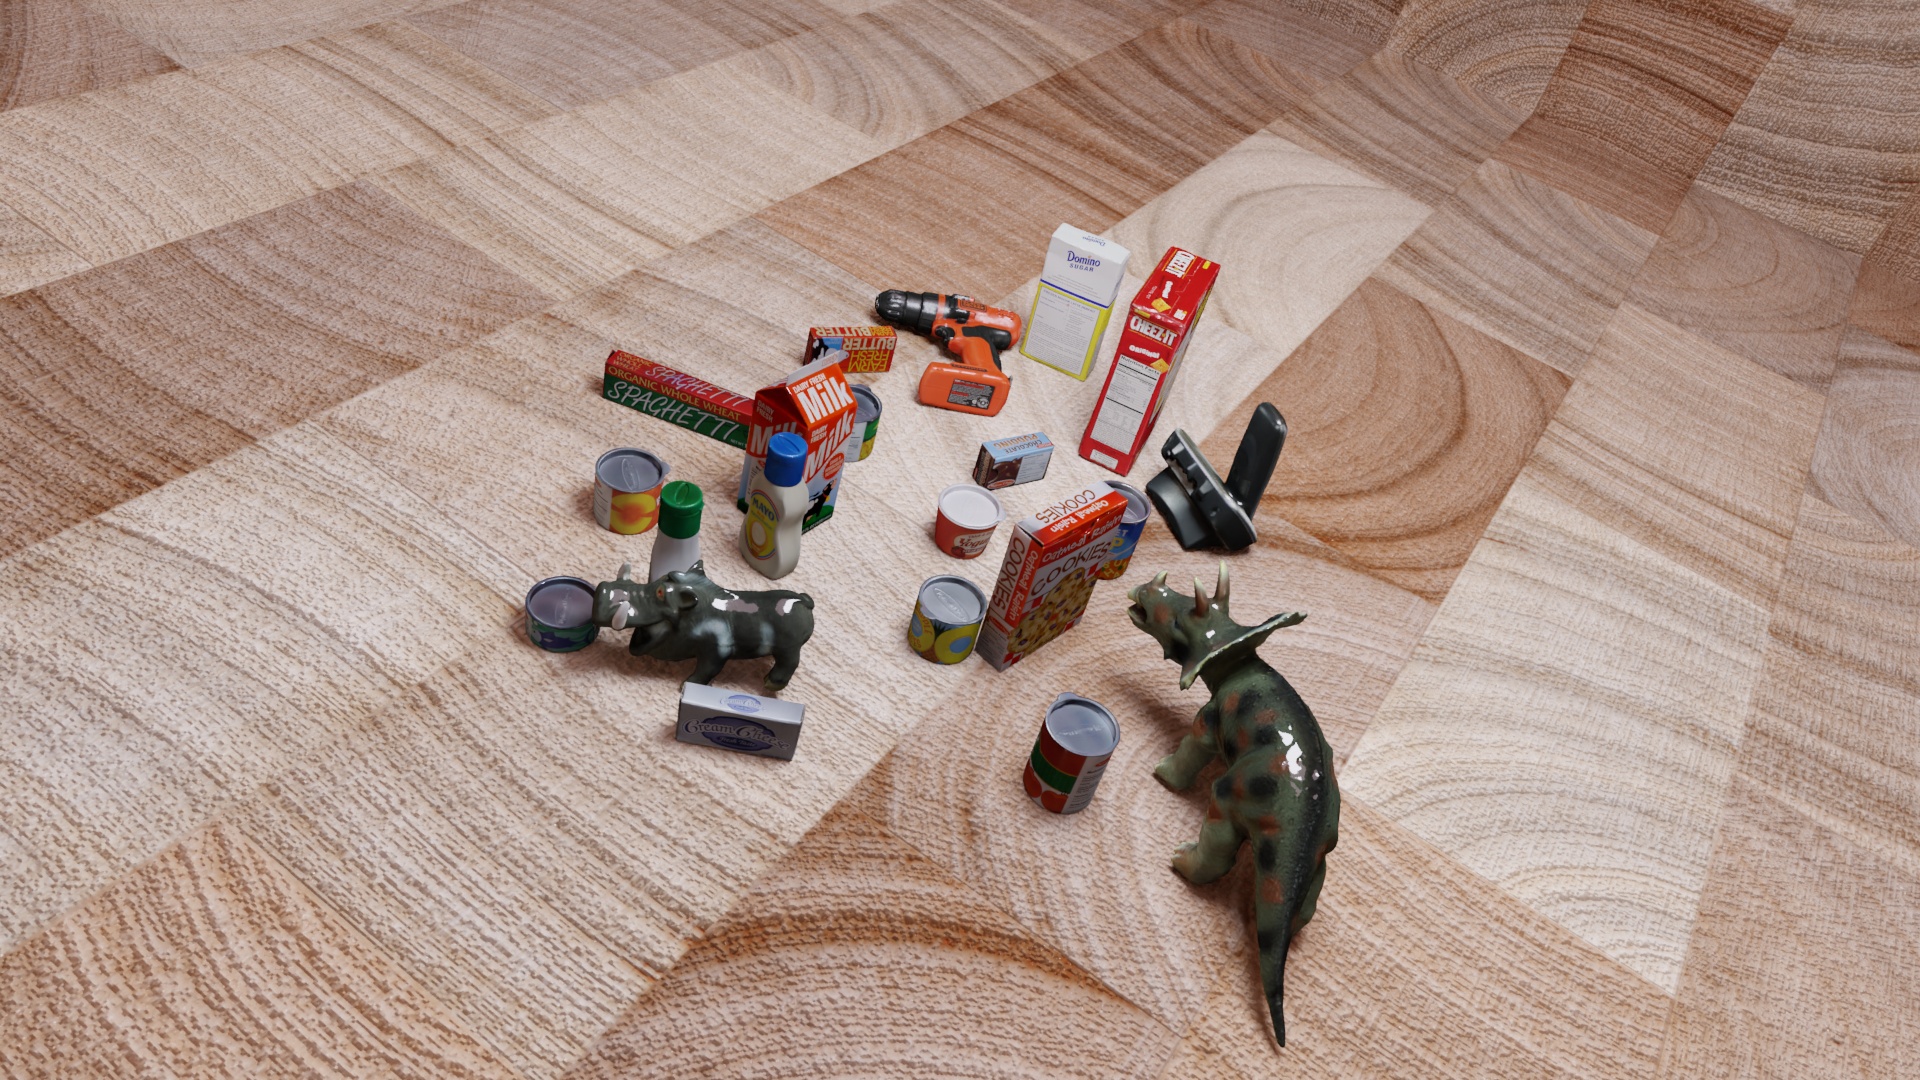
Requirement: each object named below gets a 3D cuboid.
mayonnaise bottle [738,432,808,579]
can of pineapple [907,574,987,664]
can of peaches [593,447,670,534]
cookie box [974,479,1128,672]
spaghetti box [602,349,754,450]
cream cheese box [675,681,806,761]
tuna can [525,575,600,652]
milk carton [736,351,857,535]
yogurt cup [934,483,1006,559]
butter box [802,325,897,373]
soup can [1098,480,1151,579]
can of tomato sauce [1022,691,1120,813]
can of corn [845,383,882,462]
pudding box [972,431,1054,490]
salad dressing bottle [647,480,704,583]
[{"bbox_3d":[-0.174,-0.035,1.315,0.065,0.147,0.041,39,45,24],"label":"mayonnaise bottle"},{"bbox_3d":[-0.015,0.075,1.314,0.071,0.057,0.071,10,41,-8],"label":"can of pineapple"},{"bbox_3d":[-0.320,-0.048,1.350,0.071,0.057,0.071,10,41,-8],"label":"can of peaches"},{"bbox_3d":[0.085,0.034,1.311,0.040,0.166,0.123,40,45,25],"label":"cookie box"},{"bbox_3d":[-0.262,-0.137,1.476,0.250,0.049,0.029,20,40,4],"label":"spaghetti box"},{"bbox_3d":[-0.186,0.154,1.171,0.104,0.053,0.024,12,41,-6],"label":"cream cheese box"},{"bbox_3d":[-0.349,0.066,1.231,0.071,0.032,0.071,10,41,-8],"label":"tuna can"},{"bbox_3d":[-0.158,-0.098,1.359,0.073,0.189,0.073,35,44,21],"label":"milk carton"},{"bbox_3d":[0.005,-0.018,1.429,0.072,0.053,0.073,10,41,-8],"label":"yogurt cup"},{"bbox_3d":[-0.128,-0.221,1.615,0.104,0.052,0.024,-5,45,-23],"label":"butter box"},{"bbox_3d":[0.153,-0.009,1.447,0.071,0.083,0.072,10,41,-8],"label":"soup can"},{"bbox_3d":[0.094,0.186,1.207,0.071,0.082,0.071,10,41,-8],"label":"can of tomato sauce"},{"bbox_3d":[-0.121,-0.128,1.508,0.071,0.058,0.071,10,41,-8],"label":"can of corn"},{"bbox_3d":[0.058,-0.087,1.529,0.084,0.049,0.030,-14,49,-31],"label":"pudding box"},{"bbox_3d":[-0.254,0.013,1.235,0.044,0.146,0.064,14,40,-3],"label":"salad dressing bottle"}]
